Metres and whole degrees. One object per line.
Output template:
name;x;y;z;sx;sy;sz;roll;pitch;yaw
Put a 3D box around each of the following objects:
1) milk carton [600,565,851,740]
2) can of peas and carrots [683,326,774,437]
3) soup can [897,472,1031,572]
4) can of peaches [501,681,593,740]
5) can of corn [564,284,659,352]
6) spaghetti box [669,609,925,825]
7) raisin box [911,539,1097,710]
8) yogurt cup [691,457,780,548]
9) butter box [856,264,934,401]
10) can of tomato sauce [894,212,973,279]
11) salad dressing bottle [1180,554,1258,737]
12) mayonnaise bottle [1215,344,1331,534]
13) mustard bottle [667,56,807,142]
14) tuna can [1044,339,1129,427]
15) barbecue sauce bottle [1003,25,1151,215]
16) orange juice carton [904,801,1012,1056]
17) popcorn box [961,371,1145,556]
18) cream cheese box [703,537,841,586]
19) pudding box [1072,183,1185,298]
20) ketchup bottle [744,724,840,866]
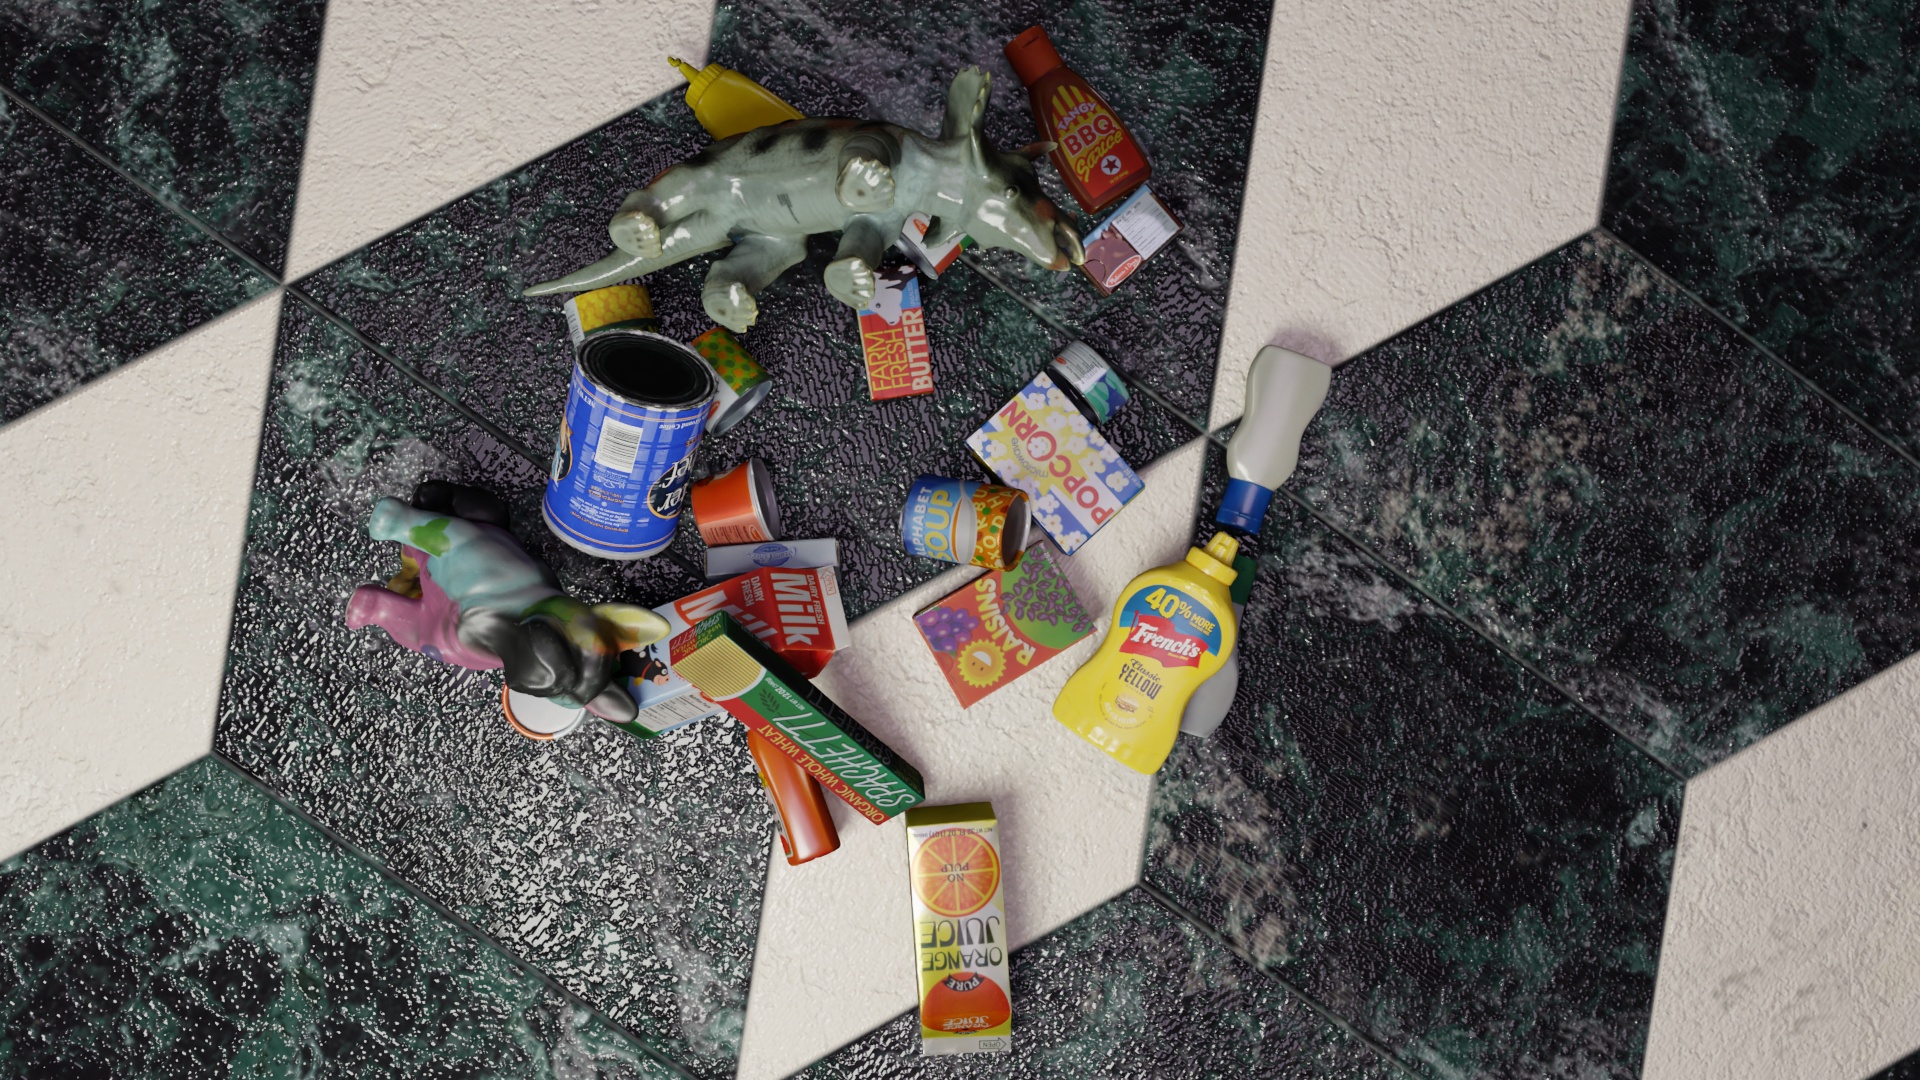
milk carton;-0.178;0.081;1.055;0.190;0.073;0.072;-20;64;7
can of peas and carrots;-0.188;-0.125;1.083;0.071;0.071;0.059;-43;89;-2
soup can;0.004;-0.014;1.077;0.084;0.071;0.071;10;90;22
can of peaches;-0.319;0.118;1.080;0.071;0.058;0.071;0;91;-4
can of corn;-0.266;-0.163;1.078;0.071;0.071;0.058;-15;91;-3
spaghetti box;-0.115;0.138;1.034;0.050;0.029;0.249;-31;129;16
raisin box;0.034;0.066;1.110;0.123;0.040;0.086;-30;93;-2
yogurt cup;-0.176;-0.026;1.086;0.054;0.072;0.072;-14;91;5
butter box;-0.054;-0.165;1.111;0.053;0.024;0.103;-9;91;-3
can of tomato sauce;-0.014;-0.259;1.094;0.071;0.071;0.083;45;88;-3
salad dressing bottle;0.201;0.082;1.119;0.064;0.044;0.147;19;88;4
mayonnaise bottle;0.247;-0.080;1.122;0.065;0.041;0.148;20;90;-2
mustard bottle;-0.165;-0.328;1.091;0.160;0.049;0.065;41;92;-2
tuna can;0.102;-0.123;1.102;0.033;0.071;0.071;-42;93;-3
barbecue sauce bottle;0.089;-0.338;1.109;0.065;0.043;0.148;-33;92;-1
orange juice carton;-0.002;0.309;1.092;0.072;0.073;0.192;-4;91;-3
popcorn box;0.075;-0.061;1.112;0.085;0.038;0.126;-42;93;-1
cream cheese box;-0.146;0.019;1.090;0.104;0.053;0.024;-5;75;-3
pudding box;0.133;-0.241;1.119;0.084;0.030;0.049;-43;94;-2
ketchup bottle;-0.138;0.178;1.091;0.043;0.064;0.149;-19;83;-11
